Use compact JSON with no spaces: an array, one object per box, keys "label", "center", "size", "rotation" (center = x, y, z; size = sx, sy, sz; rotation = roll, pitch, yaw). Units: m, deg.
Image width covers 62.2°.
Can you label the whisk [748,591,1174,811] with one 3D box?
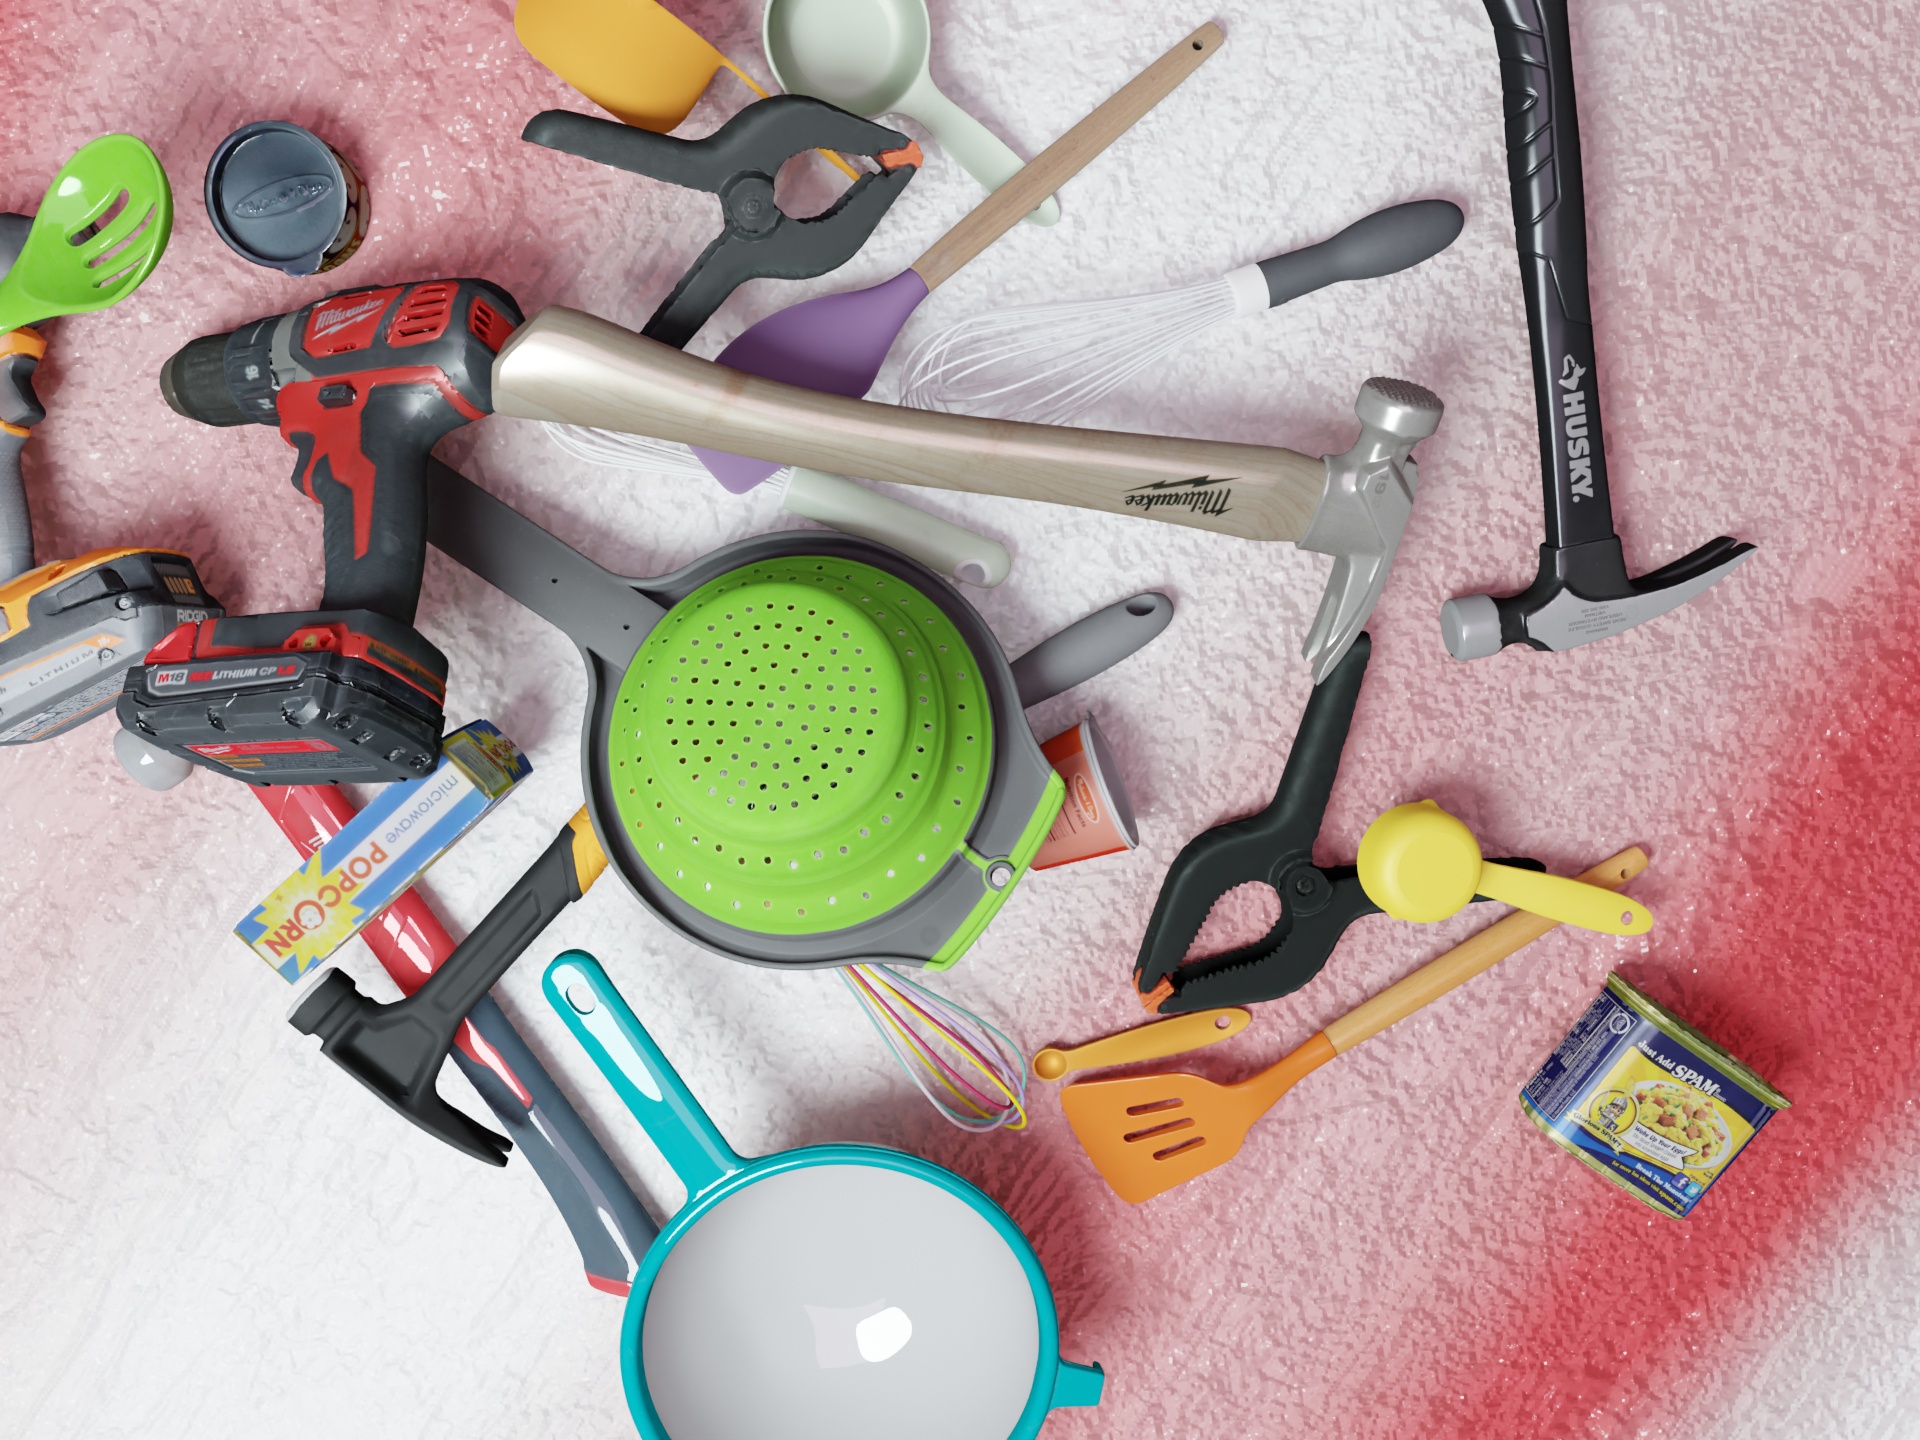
[{"label":"whisk","center":[-0.001,-0.003,0.785],"size":[0.239,0.055,0.055],"rotation":[-28,98,-1]}]

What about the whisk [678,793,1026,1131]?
[{"label":"whisk","center":[-0.047,0.123,0.783],"size":[0.051,0.047,0.244],"rotation":[-43,109,-2]}]

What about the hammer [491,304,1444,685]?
[{"label":"hammer","center":[0.001,-0.112,0.715],"size":[0.410,0.038,0.146],"rotation":[8,121,-8]}]

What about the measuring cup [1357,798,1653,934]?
[{"label":"measuring cup","center":[0.271,0.083,0.774],"size":[0.156,0.029,0.062],"rotation":[15,95,-6]}]

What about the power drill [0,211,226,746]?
[{"label":"power drill","center":[-0.438,-0.119,0.741],"size":[0.164,0.084,0.226],"rotation":[-26,90,4]}]

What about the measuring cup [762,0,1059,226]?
[{"label":"measuring cup","center":[-0.020,-0.290,0.747],"size":[0.167,0.038,0.083],"rotation":[36,100,-22]}]

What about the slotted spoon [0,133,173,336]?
[{"label":"slotted spoon","center":[-0.463,-0.146,0.693],"size":[0.314,0.031,0.070],"rotation":[-34,77,5]}]

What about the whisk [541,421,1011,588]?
[{"label":"whisk","center":[-0.090,-0.118,0.767],"size":[0.246,0.059,0.057],"rotation":[22,138,-7]}]

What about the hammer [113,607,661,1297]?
[{"label":"hammer","center":[-0.251,0.126,0.806],"size":[0.143,0.038,0.386],"rotation":[-34,97,3]}]

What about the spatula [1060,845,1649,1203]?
[{"label":"spatula","center":[0.207,0.149,0.817],"size":[0.322,0.041,0.081],"rotation":[-31,106,0]}]

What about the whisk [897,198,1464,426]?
[{"label":"whisk","center":[0.104,-0.191,0.751],"size":[0.284,0.070,0.070],"rotation":[-20,99,-2]}]

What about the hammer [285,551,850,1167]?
[{"label":"hammer","center":[-0.166,0.056,0.773],"size":[0.127,0.034,0.337],"rotation":[41,88,-9]}]

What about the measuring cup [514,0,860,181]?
[{"label":"measuring cup","center":[-0.123,-0.282,0.730],"size":[0.173,0.095,0.052],"rotation":[34,103,-24]}]

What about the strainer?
[{"label":"strainer","center":[-0.094,0.244,0.794],"size":[0.211,0.095,0.340],"rotation":[-33,98,3]}]

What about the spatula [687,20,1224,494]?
[{"label":"spatula","center":[-0.001,-0.223,0.741],"size":[0.316,0.018,0.060],"rotation":[-40,94,-2]}]

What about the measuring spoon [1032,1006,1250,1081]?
[{"label":"measuring spoon","center":[0.094,0.166,0.828],"size":[0.117,0.011,0.021],"rotation":[-13,110,-1]}]

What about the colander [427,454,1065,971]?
[{"label":"colander","center":[-0.142,-0.040,0.708],"size":[0.397,0.094,0.204],"rotation":[33,82,10]}]

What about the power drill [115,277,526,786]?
[{"label":"power drill","center":[-0.294,-0.089,0.705],"size":[0.188,0.080,0.227],"rotation":[-2,68,20]}]

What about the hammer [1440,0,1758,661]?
[{"label":"hammer","center":[0.283,-0.200,0.740],"size":[0.146,0.035,0.334],"rotation":[-11,105,1]}]
